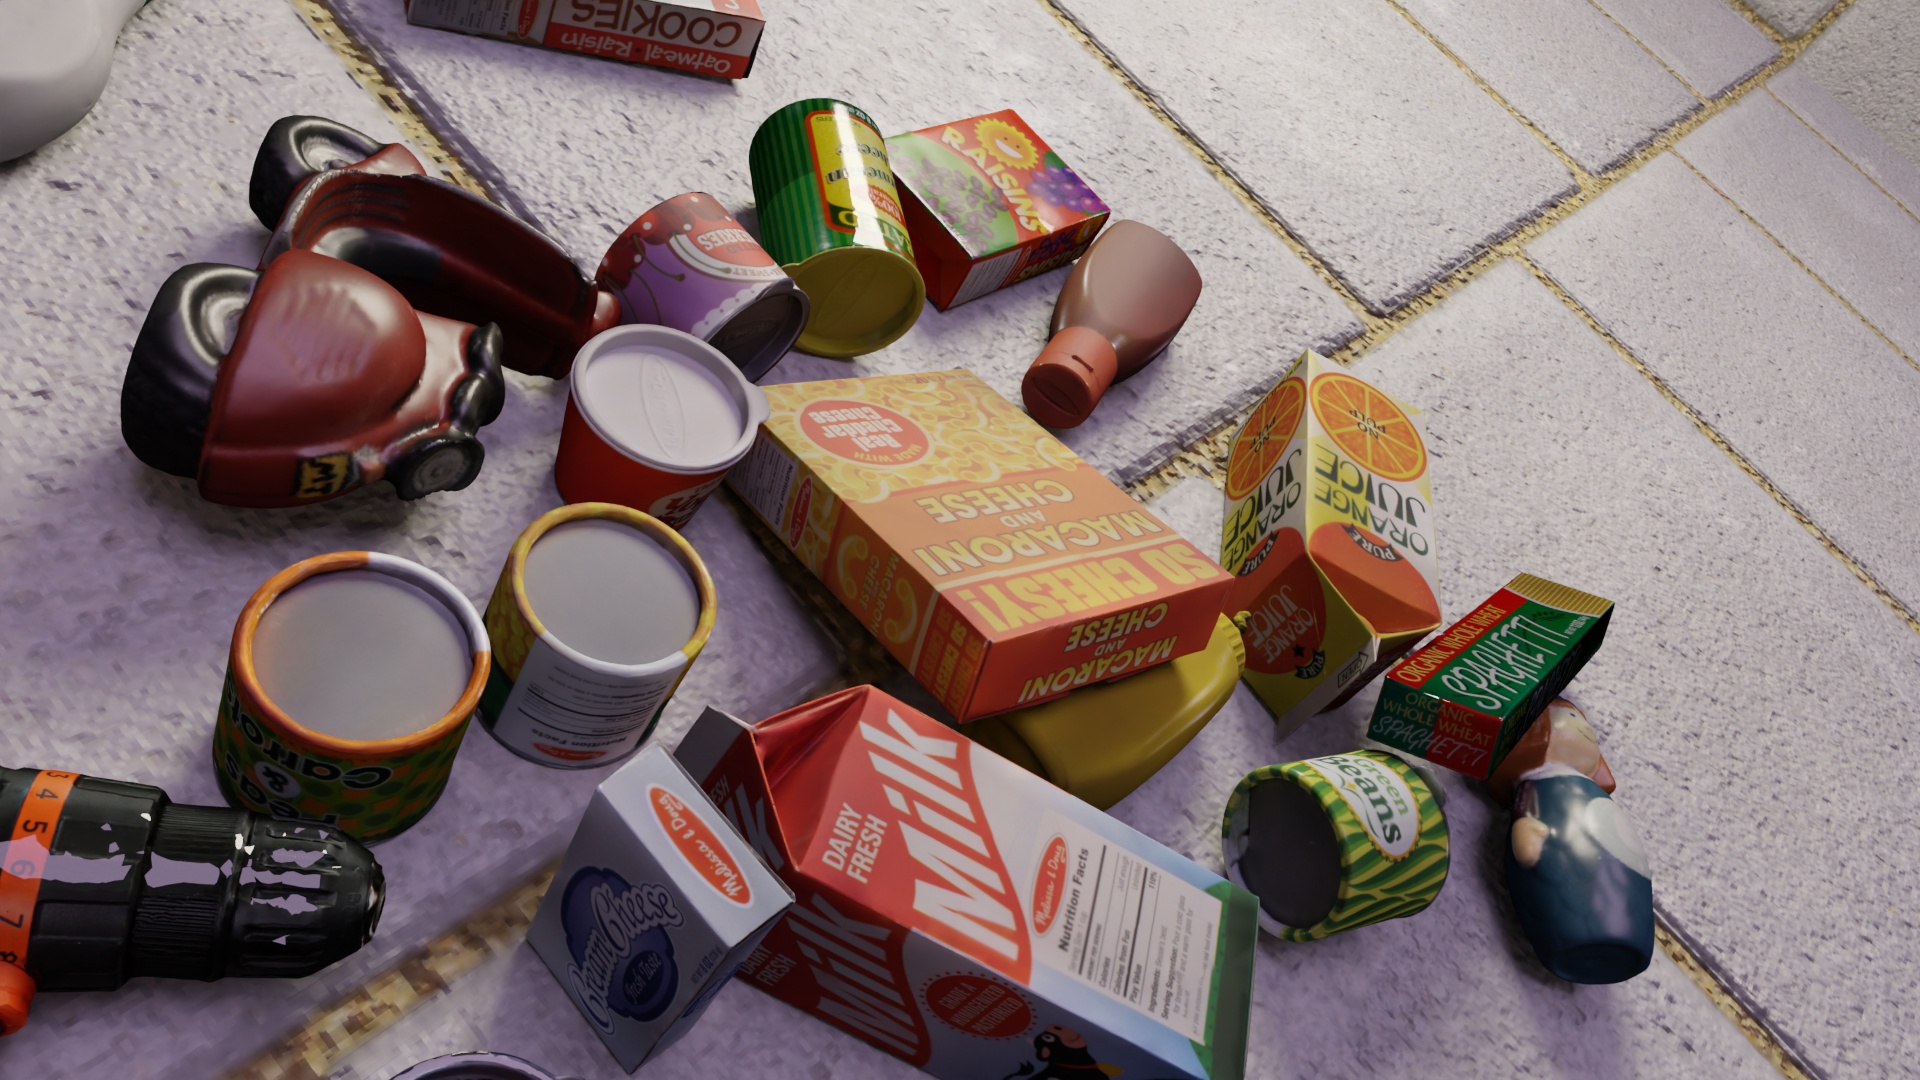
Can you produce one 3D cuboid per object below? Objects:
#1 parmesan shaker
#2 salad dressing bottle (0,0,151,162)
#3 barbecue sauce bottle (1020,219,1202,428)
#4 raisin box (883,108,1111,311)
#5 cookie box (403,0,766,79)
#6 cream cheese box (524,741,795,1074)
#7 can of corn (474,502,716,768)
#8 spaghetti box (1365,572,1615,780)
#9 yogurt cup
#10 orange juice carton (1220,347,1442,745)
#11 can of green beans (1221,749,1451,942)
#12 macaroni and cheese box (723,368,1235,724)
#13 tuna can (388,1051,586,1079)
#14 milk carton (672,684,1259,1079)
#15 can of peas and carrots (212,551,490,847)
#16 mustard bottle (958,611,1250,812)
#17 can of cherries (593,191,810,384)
[{"bbox_3d":[-0.060,-0.143,0.625,0.071,0.071,0.103,8,50,-29],"label":"parmesan shaker"},{"bbox_3d":[-0.333,-0.193,0.507,0.064,0.043,0.148,22,44,-14],"label":"salad dressing bottle"},{"bbox_3d":[0.074,-0.109,0.703,0.065,0.043,0.149,38,43,-3],"label":"barbecue sauce bottle"},{"bbox_3d":[0.010,-0.174,0.720,0.086,0.040,0.124,48,45,12],"label":"raisin box"},{"bbox_3d":[-0.193,-0.295,0.691,0.168,0.040,0.123,-1,55,-33],"label":"cookie box"},{"bbox_3d":[-0.084,0.101,0.371,0.053,0.103,0.024,47,47,12],"label":"cream cheese box"},{"bbox_3d":[-0.119,0.028,0.445,0.071,0.058,0.071,18,46,-20],"label":"can of corn"},{"bbox_3d":[0.249,0.055,0.634,0.050,0.028,0.251,20,19,30],"label":"spaghetti box"},{"bbox_3d":[-0.114,-0.037,0.507,0.072,0.053,0.073,18,46,-20],"label":"yogurt cup"},{"bbox_3d":[0.169,0.004,0.647,0.073,0.071,0.194,27,43,-11],"label":"orange juice carton"},{"bbox_3d":[0.144,0.117,0.536,0.058,0.071,0.071,-1,55,-34],"label":"can of green beans"},{"bbox_3d":[0.002,-0.007,0.530,0.124,0.040,0.167,-11,40,-39],"label":"macaroni and cheese box"},{"bbox_3d":[-0.123,0.163,0.343,0.071,0.032,0.071,18,46,-20],"label":"tuna can"},{"bbox_3d":[-0.007,0.113,0.436,0.190,0.072,0.074,30,43,-9],"label":"milk carton"},{"bbox_3d":[-0.173,0.047,0.392,0.071,0.058,0.071,18,46,-19],"label":"can of peas and carrots"},{"bbox_3d":[0.071,0.059,0.550,0.161,0.048,0.065,-20,61,-43],"label":"mustard bottle"},{"bbox_3d":[-0.102,-0.098,0.555,0.058,0.071,0.072,48,43,12],"label":"can of cherries"}]
